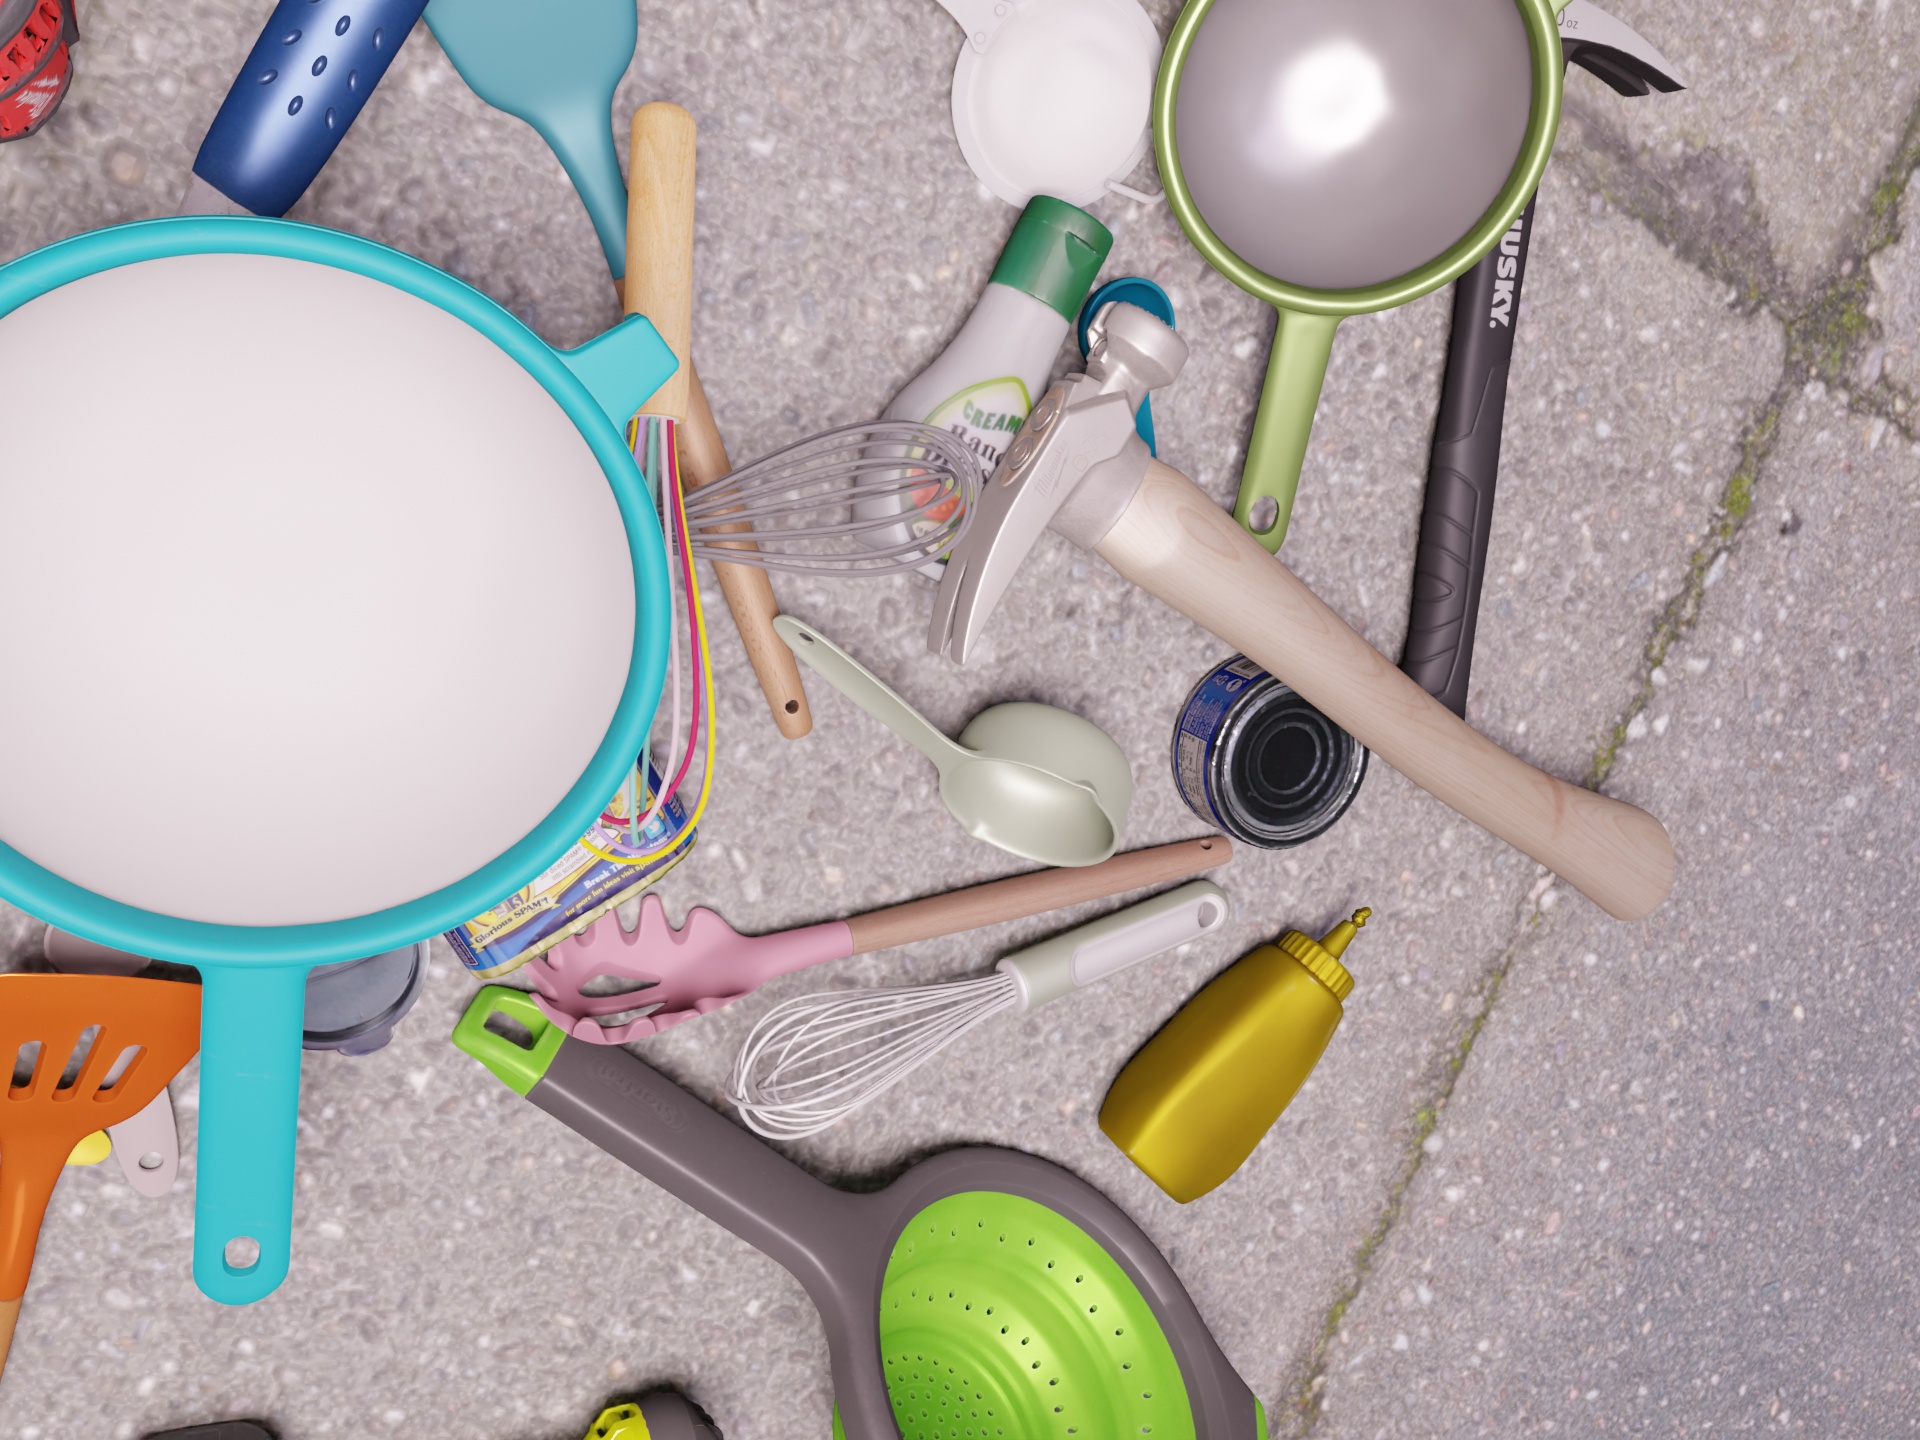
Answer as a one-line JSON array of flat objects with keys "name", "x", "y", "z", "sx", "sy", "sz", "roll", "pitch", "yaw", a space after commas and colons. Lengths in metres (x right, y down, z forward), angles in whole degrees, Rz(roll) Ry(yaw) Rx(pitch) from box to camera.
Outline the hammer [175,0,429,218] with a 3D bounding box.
[{"name": "hammer", "x": -0.219, "y": -0.145, "z": 0.481, "sx": 0.144, "sy": 0.035, "sz": 0.405, "roll": 31, "pitch": 99, "yaw": -28}]

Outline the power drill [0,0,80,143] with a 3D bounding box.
[{"name": "power drill", "x": -0.226, "y": -0.252, "z": 0.429, "sx": 0.078, "sy": 0.143, "sz": 0.220, "roll": 36, "pitch": 82, "yaw": -26}]

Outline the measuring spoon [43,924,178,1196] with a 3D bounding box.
[{"name": "measuring spoon", "x": -0.295, "y": 0.115, "z": 0.563, "sx": 0.034, "sy": 0.018, "sz": 0.124, "roll": -9, "pitch": 114, "yaw": -23}]

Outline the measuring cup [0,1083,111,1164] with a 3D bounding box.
[{"name": "measuring cup", "x": -0.357, "y": 0.110, "z": 0.532, "sx": 0.062, "sy": 0.029, "sz": 0.156, "roll": -49, "pitch": 128, "yaw": -3}]

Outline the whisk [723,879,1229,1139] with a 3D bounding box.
[{"name": "whisk", "x": 0.015, "y": 0.114, "z": 0.670, "sx": 0.246, "sy": 0.059, "sz": 0.057, "roll": -18, "pitch": 106, "yaw": -27}]

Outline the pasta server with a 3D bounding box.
[{"name": "pasta server", "x": -0.020, "y": 0.079, "z": 0.656, "sx": 0.316, "sy": 0.060, "sz": 0.040, "roll": -10, "pitch": 141, "yaw": -23}]

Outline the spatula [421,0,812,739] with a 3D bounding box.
[{"name": "spatula", "x": -0.106, "y": -0.131, "z": 0.560, "sx": 0.082, "sy": 0.044, "sz": 0.317, "roll": -23, "pitch": 113, "yaw": -11}]

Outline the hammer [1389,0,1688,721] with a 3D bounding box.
[{"name": "hammer", "x": 0.233, "y": -0.145, "z": 0.706, "sx": 0.146, "sy": 0.035, "sz": 0.334, "roll": -2, "pitch": 105, "yaw": -22}]

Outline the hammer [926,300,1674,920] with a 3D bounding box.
[{"name": "hammer", "x": 0.172, "y": 0.000, "z": 0.678, "sx": 0.410, "sy": 0.038, "sz": 0.146, "roll": 31, "pitch": 90, "yaw": -28}]

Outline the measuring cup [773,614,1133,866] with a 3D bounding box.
[{"name": "measuring cup", "x": -0.001, "y": -0.002, "z": 0.629, "sx": 0.167, "sy": 0.083, "sz": 0.038, "roll": 37, "pitch": 57, "yaw": -19}]

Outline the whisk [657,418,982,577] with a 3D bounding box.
[{"name": "whisk", "x": -0.109, "y": -0.064, "z": 0.555, "sx": 0.239, "sy": 0.055, "sz": 0.055, "roll": -10, "pitch": 108, "yaw": -3}]

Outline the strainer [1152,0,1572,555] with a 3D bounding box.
[{"name": "strainer", "x": 0.141, "y": -0.193, "z": 0.641, "sx": 0.151, "sy": 0.069, "sz": 0.256, "roll": 7, "pitch": 118, "yaw": -2}]

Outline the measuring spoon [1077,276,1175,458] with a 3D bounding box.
[{"name": "measuring spoon", "x": 0.067, "y": -0.119, "z": 0.656, "sx": 0.042, "sy": 0.021, "sz": 0.128, "roll": -16, "pitch": 119, "yaw": -20}]

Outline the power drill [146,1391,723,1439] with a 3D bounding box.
[{"name": "power drill", "x": -0.203, "y": 0.354, "z": 0.611, "sx": 0.223, "sy": 0.080, "sz": 0.171, "roll": 1, "pitch": 84, "yaw": -23}]

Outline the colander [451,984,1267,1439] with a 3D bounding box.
[{"name": "colander", "x": -0.050, "y": 0.246, "z": 0.656, "sx": 0.397, "sy": 0.205, "sz": 0.094, "roll": 37, "pitch": 123, "yaw": -11}]

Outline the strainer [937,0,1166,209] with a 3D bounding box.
[{"name": "strainer", "x": -0.011, "y": -0.267, "z": 0.568, "sx": 0.258, "sy": 0.050, "sz": 0.087, "roll": 33, "pitch": 104, "yaw": -24}]

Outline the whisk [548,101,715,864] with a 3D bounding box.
[{"name": "whisk", "x": -0.103, "y": -0.076, "z": 0.511, "sx": 0.047, "sy": 0.051, "sz": 0.245, "roll": 2, "pitch": 90, "yaw": 6}]

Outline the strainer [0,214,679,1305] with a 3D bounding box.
[{"name": "strainer", "x": -0.208, "y": 0.017, "z": 0.482, "sx": 0.211, "sy": 0.095, "sz": 0.340, "roll": 4, "pitch": 114, "yaw": -22}]

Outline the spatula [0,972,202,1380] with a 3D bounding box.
[{"name": "spatula", "x": -0.338, "y": 0.223, "z": 0.549, "sx": 0.081, "sy": 0.041, "sz": 0.322, "roll": 13, "pitch": 102, "yaw": -39}]
